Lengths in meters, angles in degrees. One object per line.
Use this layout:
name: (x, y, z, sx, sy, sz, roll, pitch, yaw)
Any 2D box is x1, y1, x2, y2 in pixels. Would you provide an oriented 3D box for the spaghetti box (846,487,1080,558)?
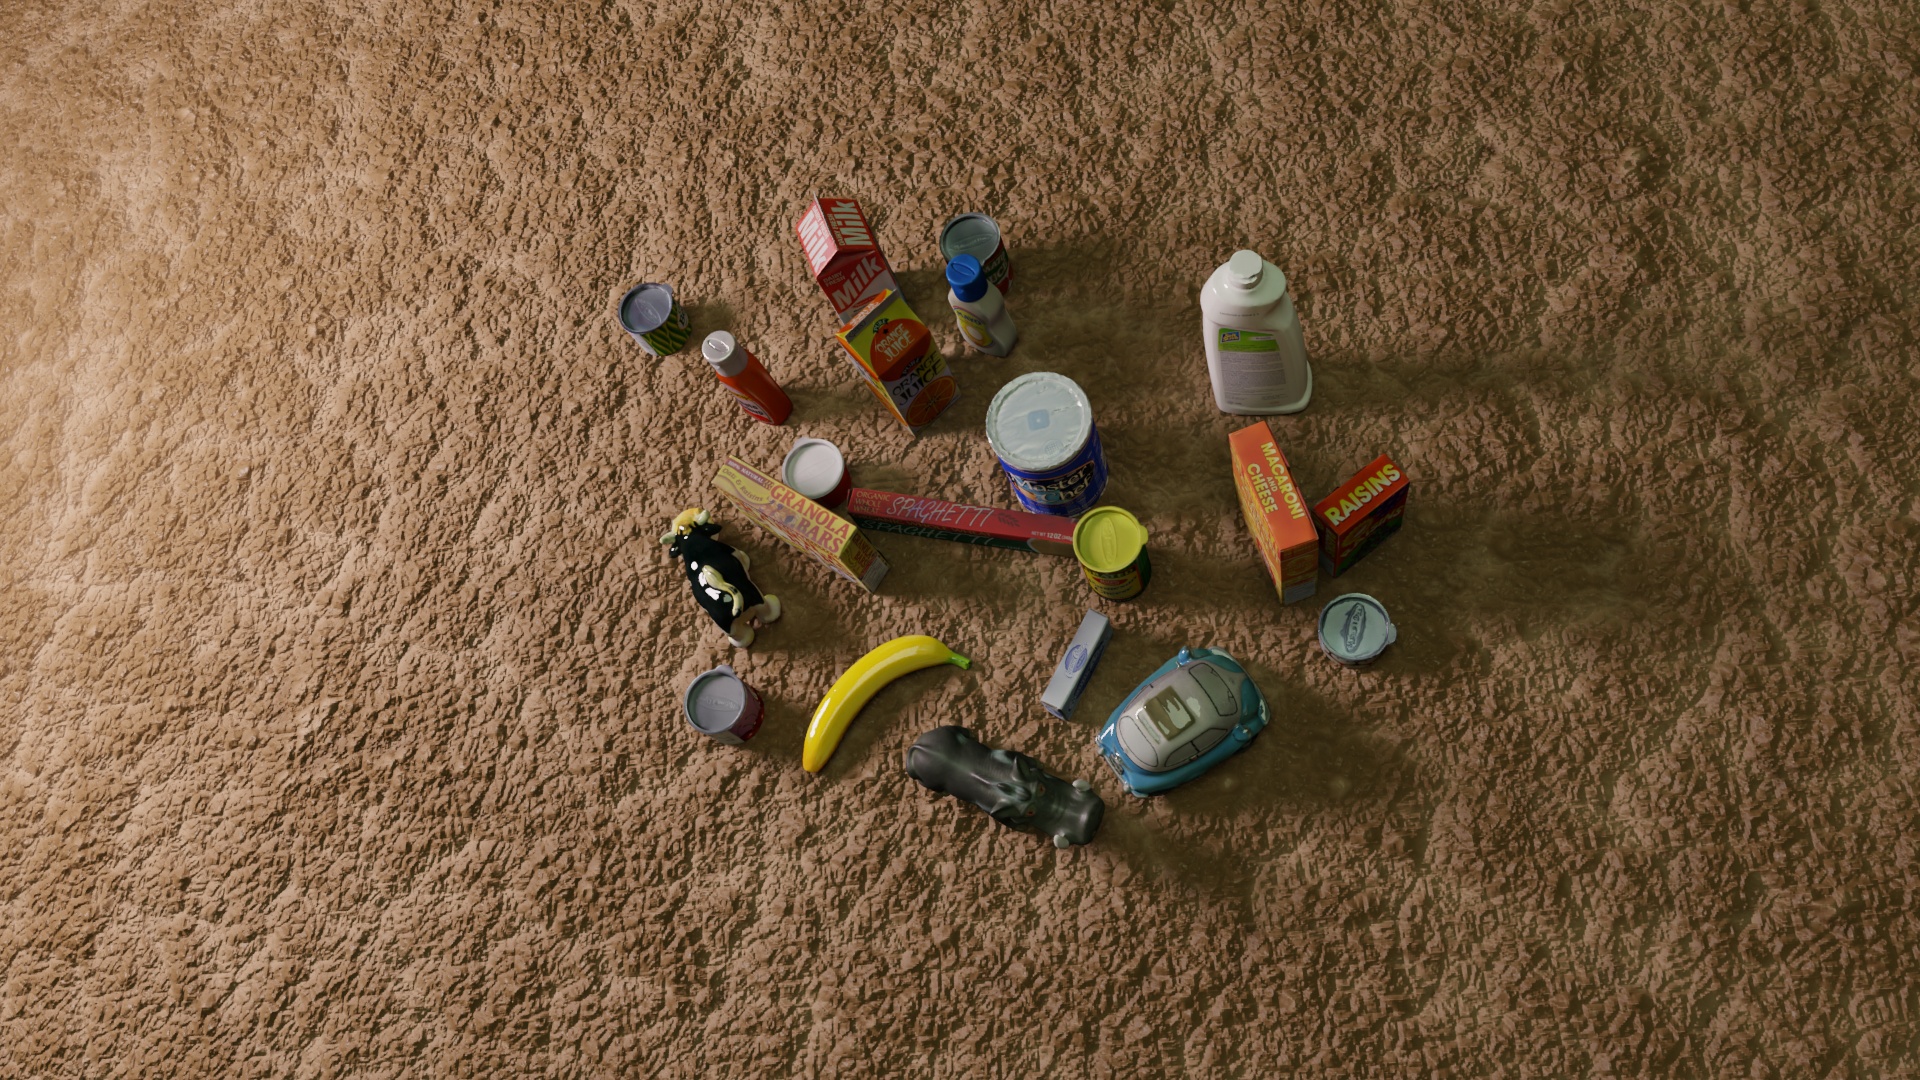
spaghetti box: (0.005, -0.018, 1.423, 0.250, 0.050, 0.029, 8, 73, 16)

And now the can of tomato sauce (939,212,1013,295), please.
can of tomato sauce: (0.019, -0.305, 1.509, 0.071, 0.083, 0.071, -4, 69, 12)

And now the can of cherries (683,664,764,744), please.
can of cherries: (-0.237, 0.167, 1.406, 0.071, 0.058, 0.072, -4, 69, 12)

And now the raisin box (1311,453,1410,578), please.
raisin box: (0.372, -0.022, 1.300, 0.086, 0.123, 0.040, -37, 67, -2)

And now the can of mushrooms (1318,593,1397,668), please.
can of mushrooms: (0.373, 0.086, 1.308, 0.071, 0.033, 0.071, -4, 69, 12)

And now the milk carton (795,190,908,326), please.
milk carton: (-0.117, -0.293, 1.478, 0.073, 0.190, 0.072, -25, 67, 4)

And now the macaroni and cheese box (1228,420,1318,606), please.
macaroni and cheese box: (0.293, -0.023, 1.295, 0.040, 0.166, 0.124, -21, 67, 5)

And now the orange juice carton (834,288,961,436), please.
orange juice carton: (-0.066, -0.189, 1.426, 0.072, 0.192, 0.073, -43, 67, -4)

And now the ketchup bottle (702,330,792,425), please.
ketchup bottle: (-0.231, -0.175, 1.483, 0.065, 0.148, 0.043, 29, 79, 21)

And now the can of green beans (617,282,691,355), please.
can of green beans: (-0.349, -0.252, 1.589, 0.071, 0.057, 0.071, -4, 69, 12)

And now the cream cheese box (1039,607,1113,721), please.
cream cheese box: (0.114, 0.121, 1.344, 0.024, 0.053, 0.104, 25, 77, 20)

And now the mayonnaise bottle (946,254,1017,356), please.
mayonnaise bottle: (0.018, -0.246, 1.452, 0.065, 0.147, 0.041, 28, 79, 21)

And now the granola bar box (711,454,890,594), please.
granola bar box: (-0.161, -0.016, 1.421, 0.166, 0.124, 0.039, 29, 79, 21)

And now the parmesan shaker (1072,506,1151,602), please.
parmesan shaker: (0.152, 0.015, 1.348, 0.071, 0.103, 0.071, -4, 70, 12)

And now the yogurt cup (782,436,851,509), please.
yogurt cup: (-0.149, -0.067, 1.476, 0.072, 0.054, 0.072, -4, 69, 12)
